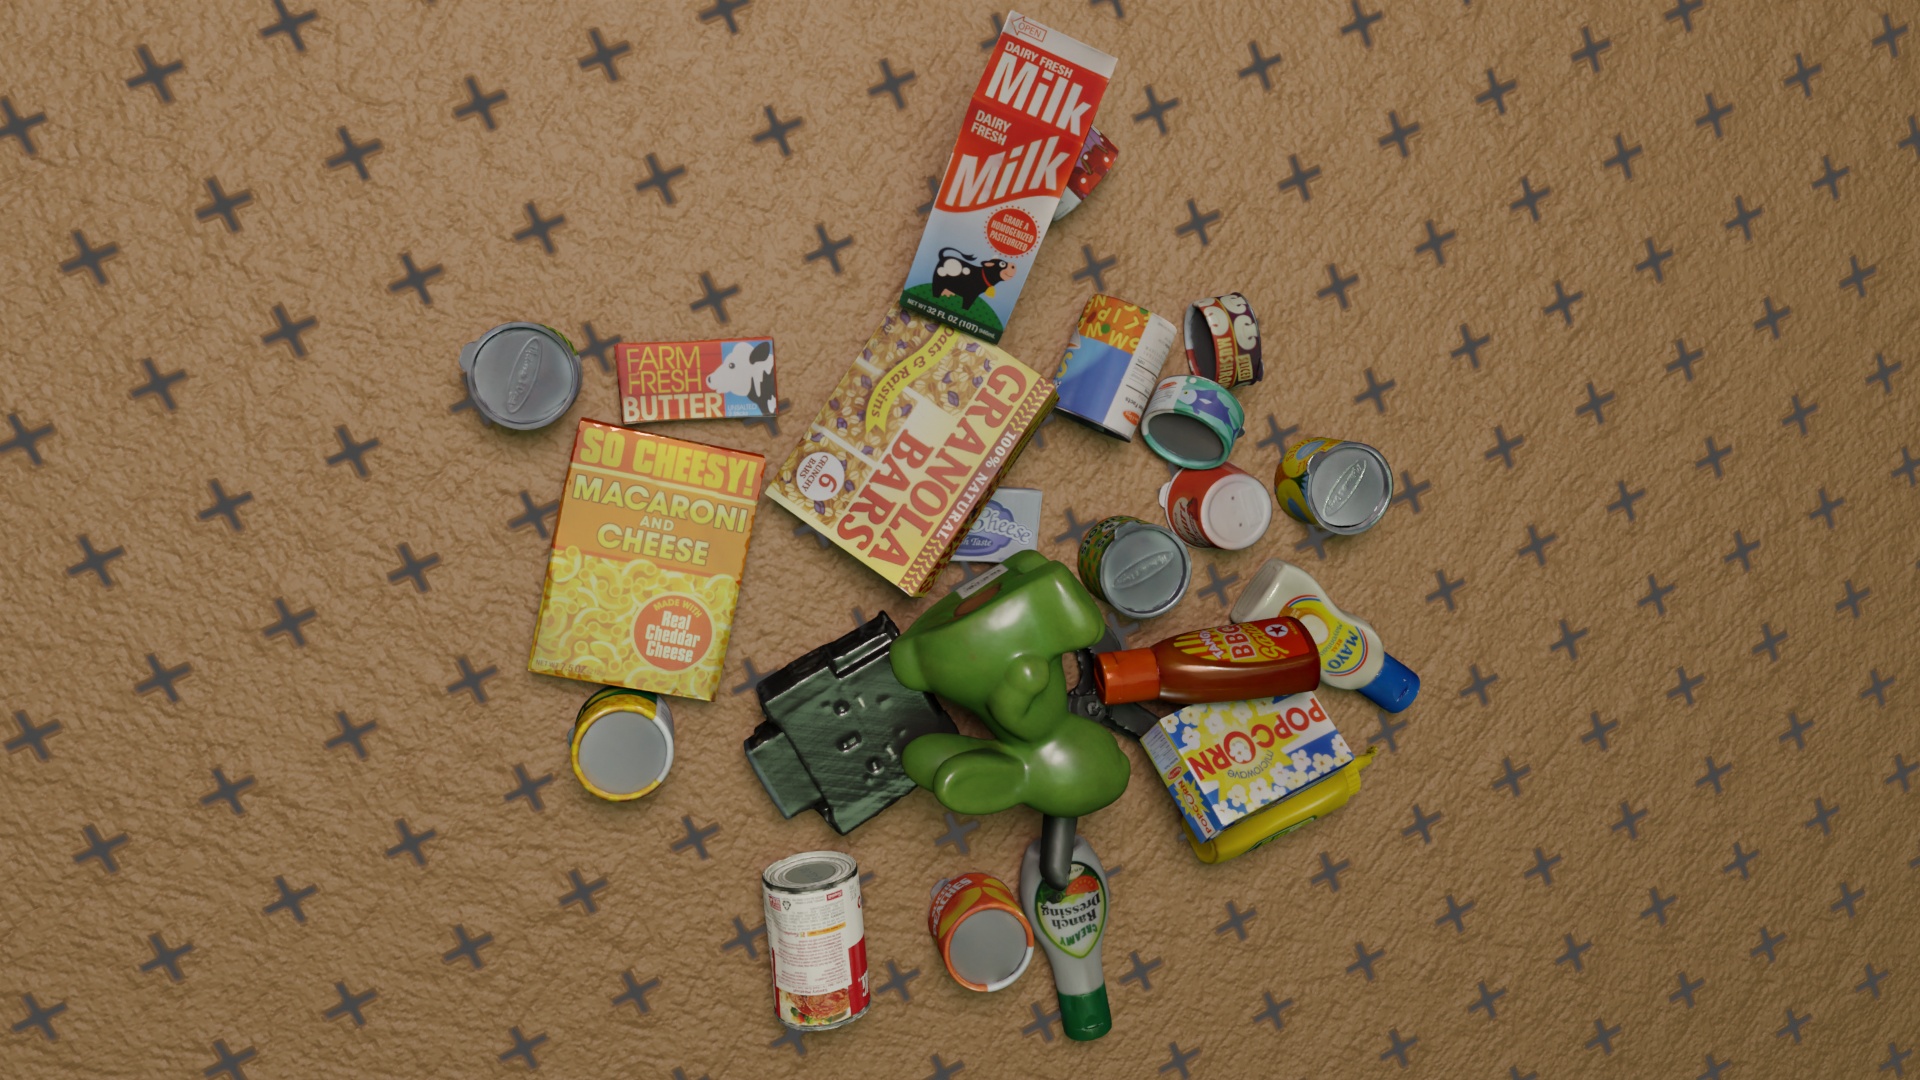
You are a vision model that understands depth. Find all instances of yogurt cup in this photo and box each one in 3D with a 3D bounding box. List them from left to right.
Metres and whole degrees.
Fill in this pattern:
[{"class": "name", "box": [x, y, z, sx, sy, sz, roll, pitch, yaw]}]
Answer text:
[{"class": "yogurt cup", "box": [0.186, -0.024, 0.989, 0.072, 0.054, 0.072, -2, 98, -13]}]

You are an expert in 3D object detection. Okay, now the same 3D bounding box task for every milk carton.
[{"class": "milk carton", "box": [0.029, -0.226, 0.863, 0.072, 0.074, 0.189, 23, 129, -3]}]

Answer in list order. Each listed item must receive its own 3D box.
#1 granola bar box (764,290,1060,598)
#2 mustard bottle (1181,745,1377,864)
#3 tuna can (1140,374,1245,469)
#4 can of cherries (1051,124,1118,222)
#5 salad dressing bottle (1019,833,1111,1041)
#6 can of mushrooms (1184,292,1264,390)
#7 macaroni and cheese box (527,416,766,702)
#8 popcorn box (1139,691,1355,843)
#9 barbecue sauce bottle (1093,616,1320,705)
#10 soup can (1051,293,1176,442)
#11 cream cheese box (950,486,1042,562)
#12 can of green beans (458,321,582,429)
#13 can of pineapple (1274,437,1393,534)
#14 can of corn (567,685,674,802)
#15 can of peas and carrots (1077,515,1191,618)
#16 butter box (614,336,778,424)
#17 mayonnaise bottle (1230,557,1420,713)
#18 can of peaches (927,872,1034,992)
[{"class": "granola bar box", "box": [-0.031, -0.063, 0.921, 0.124, 0.039, 0.165, 34, 89, 11]}, {"class": "mustard bottle", "box": [0.244, 0.187, 1.025, 0.160, 0.065, 0.049, -21, 74, -13]}, {"class": "tuna can", "box": [0.163, -0.080, 0.966, 0.071, 0.071, 0.033, 35, 62, -15]}, {"class": "can of cherries", "box": [0.064, -0.257, 0.924, 0.058, 0.071, 0.071, 40, 88, -15]}, {"class": "salad dressing bottle", "box": [0.082, 0.290, 1.014, 0.064, 0.044, 0.147, -13, 100, -11]}, {"class": "can of mushrooms", "box": [0.182, -0.136, 0.964, 0.033, 0.071, 0.071, -12, 100, -9]}, {"class": "macaroni and cheese box", "box": [-0.206, 0.013, 0.916, 0.124, 0.040, 0.166, 12, 96, -14]}, {"class": "popcorn box", "box": [0.202, 0.146, 0.977, 0.127, 0.038, 0.085, -19, 68, -27]}, {"class": "barbecue sauce bottle", "box": [0.168, 0.087, 0.960, 0.149, 0.065, 0.043, -7, 118, -7]}, {"class": "soup can", "box": [0.100, -0.119, 0.952, 0.071, 0.071, 0.083, 22, 92, -14]}, {"class": "cream cheese box", "box": [0.003, -0.012, 0.966, 0.104, 0.024, 0.053, 3, 96, -13]}, {"class": "can of green beans", "box": [-0.273, -0.105, 0.875, 0.071, 0.058, 0.071, -2, 98, -12]}, {"class": "can of pineapple", "box": [0.267, -0.042, 1.002, 0.071, 0.058, 0.071, -2, 98, -12]}, {"class": "can of corn", "box": [-0.225, 0.134, 0.918, 0.071, 0.058, 0.071, -2, 98, -12]}, {"class": "can of peas and carrots", "box": [0.120, 0.015, 0.977, 0.071, 0.059, 0.071, -2, 98, -12]}, {"class": "butter box", "box": [-0.173, -0.106, 0.914, 0.104, 0.024, 0.053, -4, 99, -12]}, {"class": "mayonnaise bottle", "box": [0.274, 0.076, 1.028, 0.148, 0.041, 0.064, 34, 93, -14]}, {"class": "can of peaches", "box": [0.012, 0.277, 0.990, 0.071, 0.058, 0.071, -2, 99, -12]}]
